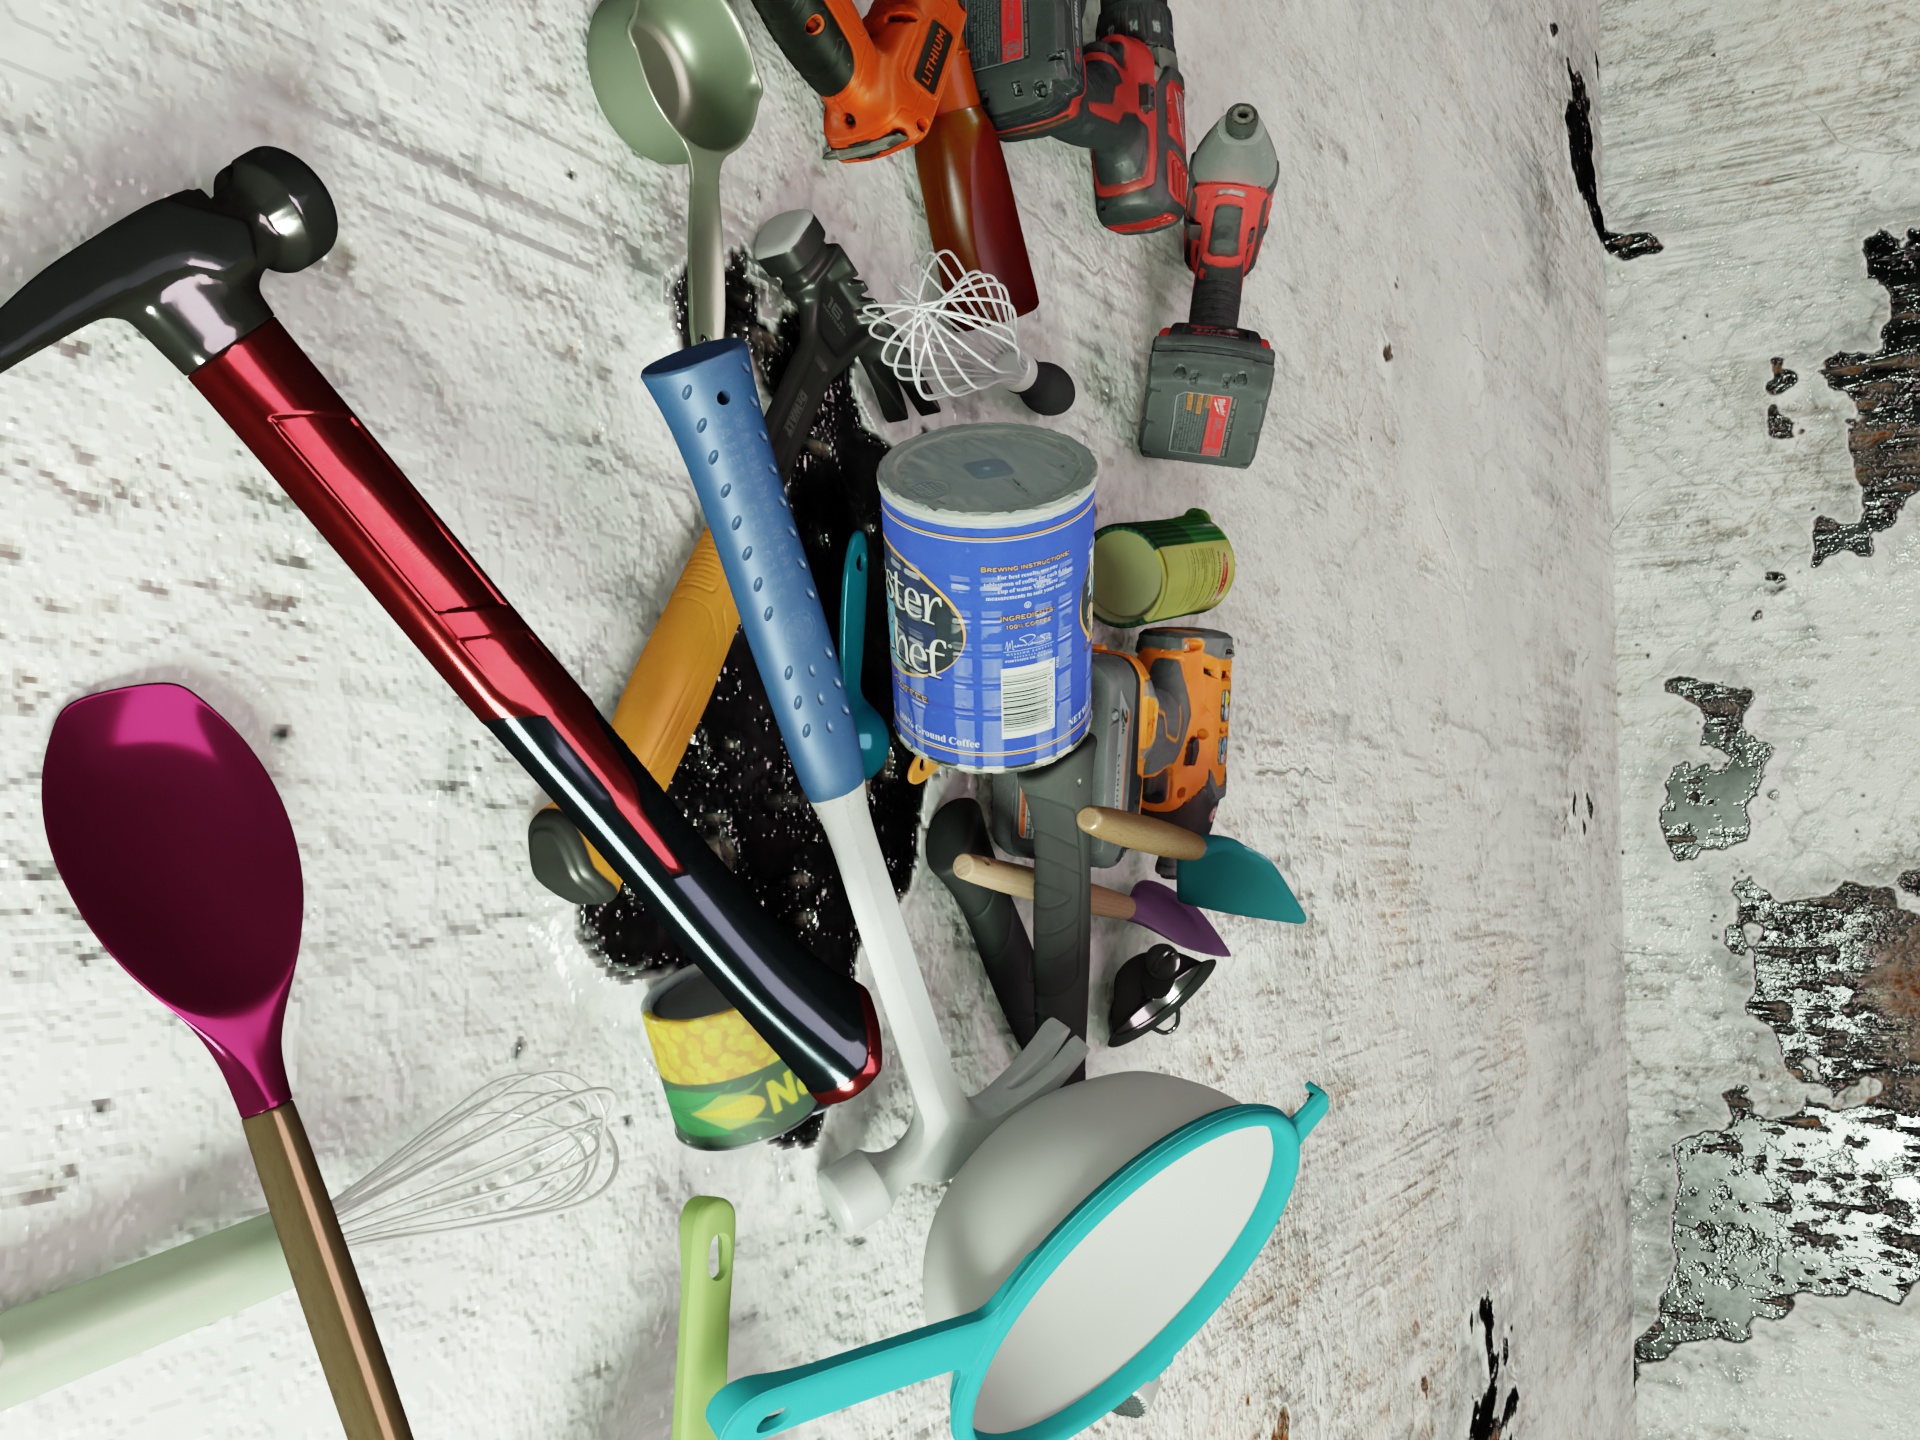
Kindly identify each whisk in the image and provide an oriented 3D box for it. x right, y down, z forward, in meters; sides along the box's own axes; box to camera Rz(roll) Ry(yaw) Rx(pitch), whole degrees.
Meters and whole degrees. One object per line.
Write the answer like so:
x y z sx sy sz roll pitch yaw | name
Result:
-0.205 0.164 0.507 0.058 0.059 0.246 48 31 21 | whisk
0.019 -0.189 0.833 0.284 0.070 0.070 -11 98 -73 | whisk

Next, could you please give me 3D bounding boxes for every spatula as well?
0.083 0.104 0.924 0.315 0.018 0.060 21 30 -56 | spatula
0.119 0.077 0.857 0.317 0.082 0.044 21 78 -65 | spatula

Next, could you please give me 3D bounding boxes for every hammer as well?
-0.152 0.007 0.538 0.386 0.038 0.143 55 45 -24 | hammer
-0.046 0.036 0.685 0.144 0.035 0.405 -27 118 -21 | hammer
0.057 0.170 0.840 0.146 0.035 0.334 -11 107 -39 | hammer
-0.098 -0.067 0.697 0.127 0.034 0.337 51 48 -41 | hammer
0.065 0.217 0.930 0.149 0.036 0.408 -53 130 -46 | hammer

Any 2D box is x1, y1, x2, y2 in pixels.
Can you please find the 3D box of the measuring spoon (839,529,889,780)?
-0.044 -0.027 0.756 0.042 0.021 0.128 -37 135 -57 | measuring spoon

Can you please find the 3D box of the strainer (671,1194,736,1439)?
-0.121 0.311 0.602 0.151 0.069 0.256 18 71 -54 | strainer

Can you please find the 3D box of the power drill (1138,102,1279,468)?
0.173 -0.291 1.059 0.143 0.078 0.220 85 14 -67 | power drill

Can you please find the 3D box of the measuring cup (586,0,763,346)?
-0.121 -0.228 0.670 0.083 0.038 0.167 -6 95 -57 | measuring cup

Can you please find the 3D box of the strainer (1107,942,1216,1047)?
0.115 0.153 0.937 0.050 0.087 0.258 51 -6 15 | strainer

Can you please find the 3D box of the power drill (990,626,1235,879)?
0.102 0.028 0.957 0.226 0.084 0.164 -9 102 -61 | power drill

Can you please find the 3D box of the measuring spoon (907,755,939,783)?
-0.001 -0.003 0.867 0.117 0.011 0.021 -50 141 -42 | measuring spoon

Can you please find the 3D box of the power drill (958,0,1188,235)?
0.074 -0.410 0.954 0.226 0.080 0.188 0 88 -60 | power drill

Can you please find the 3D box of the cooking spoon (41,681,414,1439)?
-0.199 0.140 0.475 0.068 0.017 0.319 -18 88 -50 | cooking spoon

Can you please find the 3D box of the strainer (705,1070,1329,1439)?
0.011 0.237 0.710 0.340 0.095 0.211 3 120 -45 | strainer
